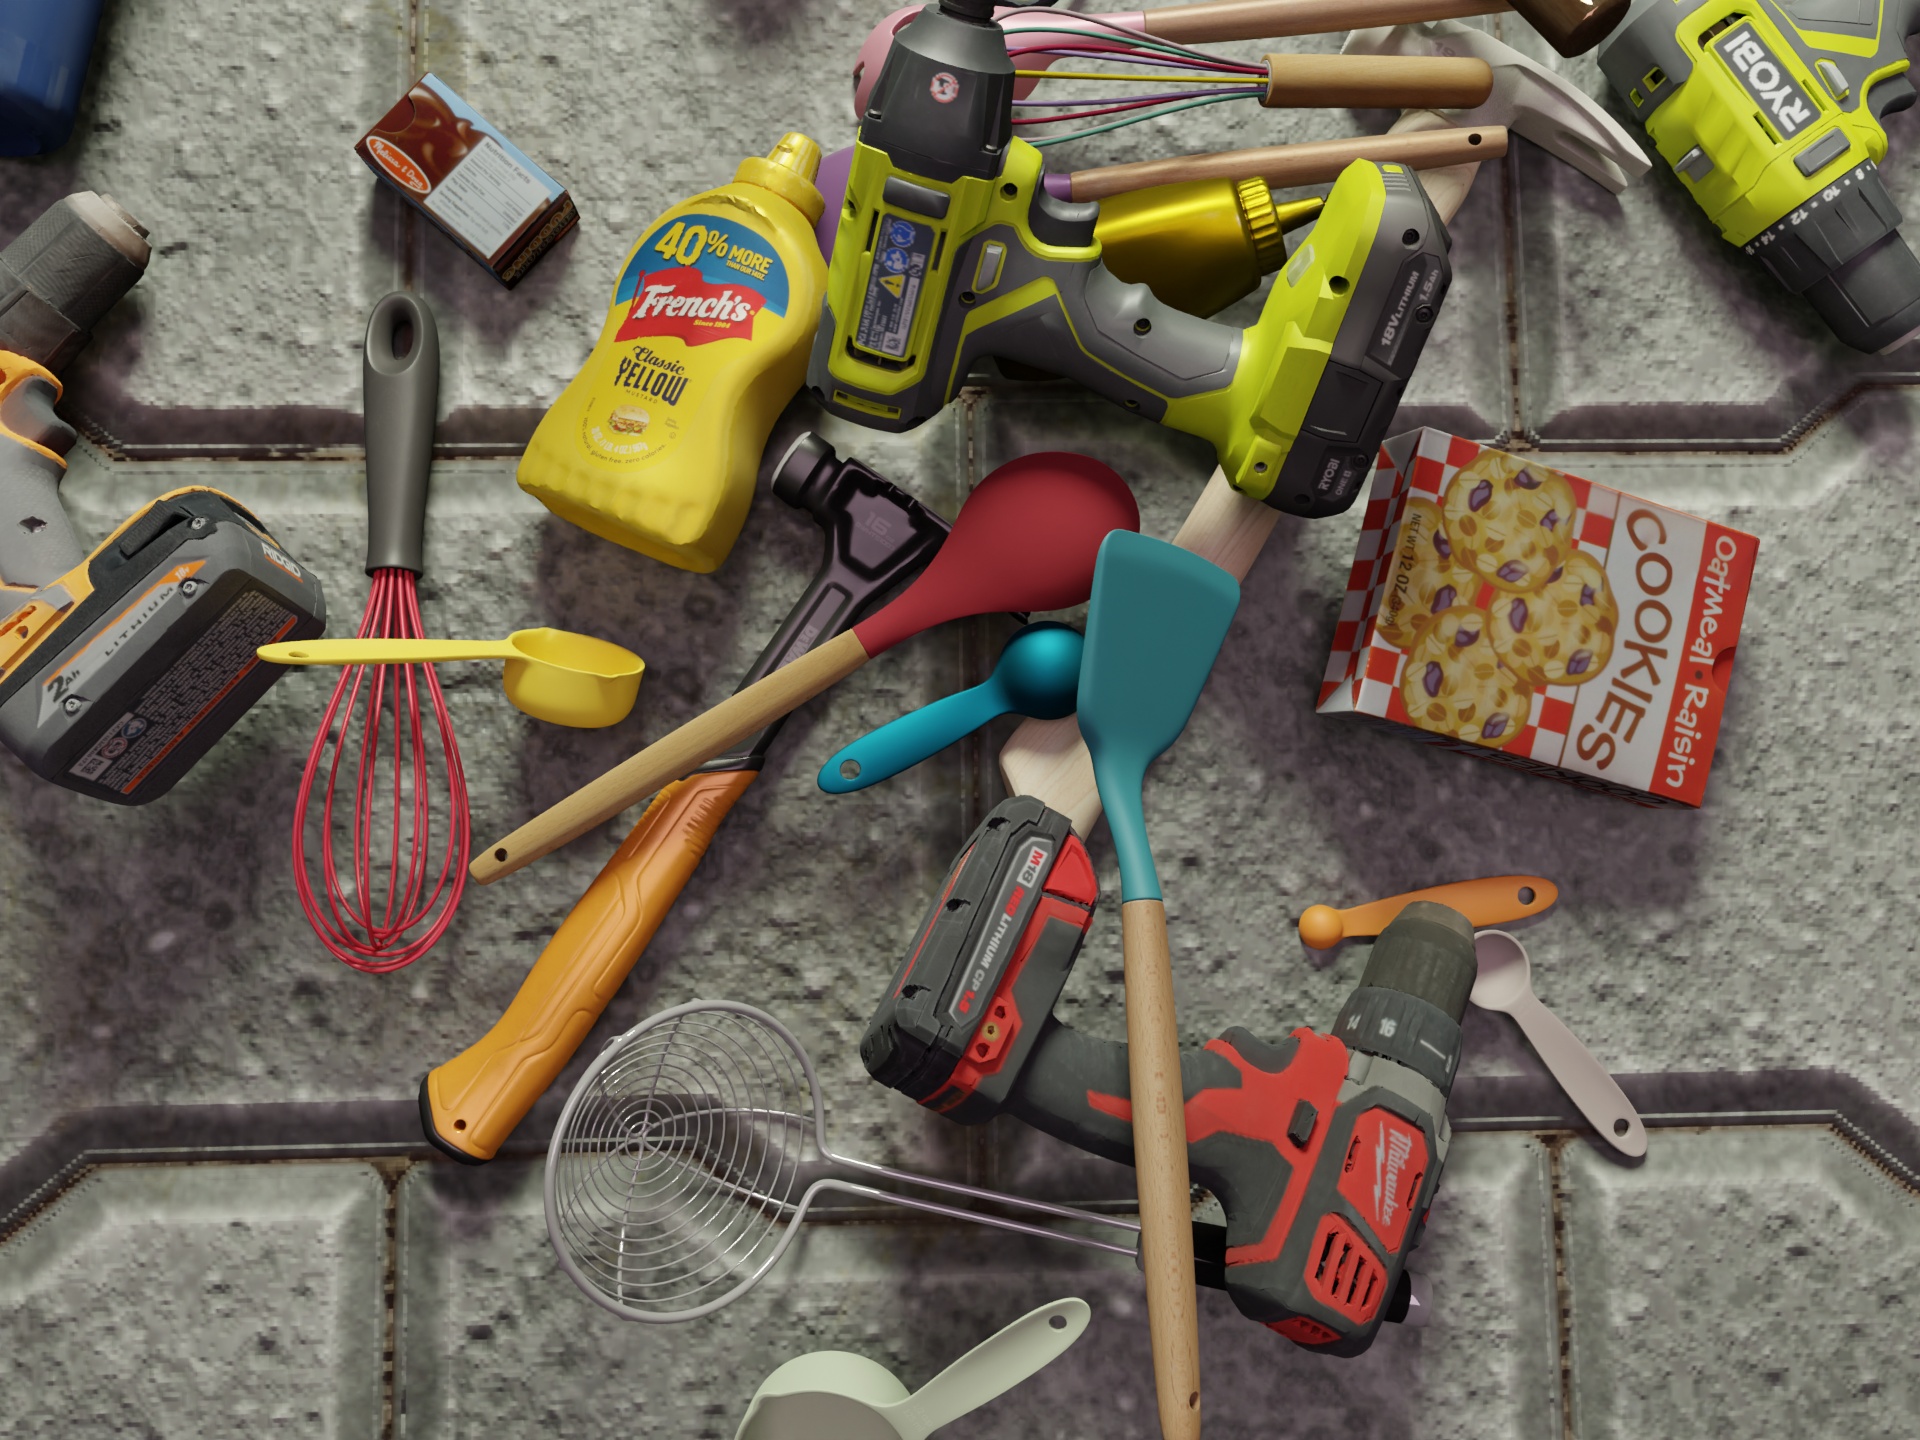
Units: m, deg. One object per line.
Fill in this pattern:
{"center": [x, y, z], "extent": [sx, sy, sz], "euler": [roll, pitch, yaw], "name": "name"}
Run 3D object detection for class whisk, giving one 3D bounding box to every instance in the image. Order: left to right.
{"center": [-0.240, -0.043, 0.670], "extent": [0.073, 0.073, 0.296], "euler": [-1, 79, -3], "name": "whisk"}
{"center": [0.108, -0.267, 0.668], "extent": [0.245, 0.047, 0.051], "euler": [-3, 83, -9], "name": "whisk"}

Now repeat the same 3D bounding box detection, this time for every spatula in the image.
{"center": [0.074, -0.236, 0.694], "extent": [0.316, 0.018, 0.060], "euler": [-3, 88, 9], "name": "spatula"}
{"center": [0.075, 0.090, 0.574], "extent": [0.082, 0.044, 0.318], "euler": [15, 65, -42], "name": "spatula"}

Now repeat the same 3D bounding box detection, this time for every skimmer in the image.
{"center": [0.021, 0.203, 0.638], "extent": [0.363, 0.090, 0.127], "euler": [13, 82, -1], "name": "skimmer"}

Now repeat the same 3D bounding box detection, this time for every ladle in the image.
{"center": [-0.064, -0.019, 0.655], "extent": [0.315, 0.031, 0.069], "euler": [-31, 78, -2], "name": "ladle"}

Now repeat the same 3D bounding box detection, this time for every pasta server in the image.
{"center": [0.107, -0.301, 0.697], "extent": [0.316, 0.040, 0.060], "euler": [-5, 80, 3], "name": "pasta server"}

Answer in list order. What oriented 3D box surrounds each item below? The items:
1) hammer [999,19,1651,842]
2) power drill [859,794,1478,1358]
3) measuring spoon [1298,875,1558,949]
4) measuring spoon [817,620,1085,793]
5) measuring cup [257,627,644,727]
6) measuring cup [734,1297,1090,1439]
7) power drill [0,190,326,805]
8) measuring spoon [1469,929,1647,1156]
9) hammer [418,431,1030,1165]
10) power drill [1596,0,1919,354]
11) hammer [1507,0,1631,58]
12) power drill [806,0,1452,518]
{"center": [0.148, -0.121, 0.703], "extent": [0.146, 0.038, 0.411], "euler": [31, 84, -1], "name": "hammer"}
{"center": [0.095, 0.117, 0.634], "extent": [0.226, 0.080, 0.188], "euler": [30, 64, -2], "name": "power drill"}
{"center": [0.206, 0.083, 0.697], "extent": [0.117, 0.011, 0.021], "euler": [-8, 85, -3], "name": "measuring spoon"}
{"center": [-0.001, -0.002, 0.655], "extent": [0.128, 0.021, 0.042], "euler": [-27, 88, -6], "name": "measuring spoon"}
{"center": [-0.201, -0.016, 0.636], "extent": [0.156, 0.062, 0.029], "euler": [-1, 112, -41], "name": "measuring cup"}
{"center": [-0.016, 0.267, 0.636], "extent": [0.167, 0.038, 0.083], "euler": [-36, 96, 12], "name": "measuring cup"}
{"center": [-0.358, -0.099, 0.643], "extent": [0.226, 0.084, 0.185], "euler": [40, 83, 18], "name": "power drill"}
{"center": [0.257, 0.142, 0.695], "extent": [0.034, 0.018, 0.124], "euler": [-41, 94, -11], "name": "measuring spoon"}
{"center": [-0.110, 0.045, 0.676], "extent": [0.127, 0.034, 0.337], "euler": [35, 84, 2], "name": "hammer"}
{"center": [0.429, -0.292, 0.711], "extent": [0.228, 0.080, 0.190], "euler": [-35, 87, -2], "name": "power drill"}
{"center": [0.166, -0.406, 0.694], "extent": [0.130, 0.031, 0.331], "euler": [-36, 72, -6], "name": "hammer"}
{"center": [0.064, -0.176, 0.615], "extent": [0.223, 0.080, 0.171], "euler": [16, 123, -3], "name": "power drill"}
